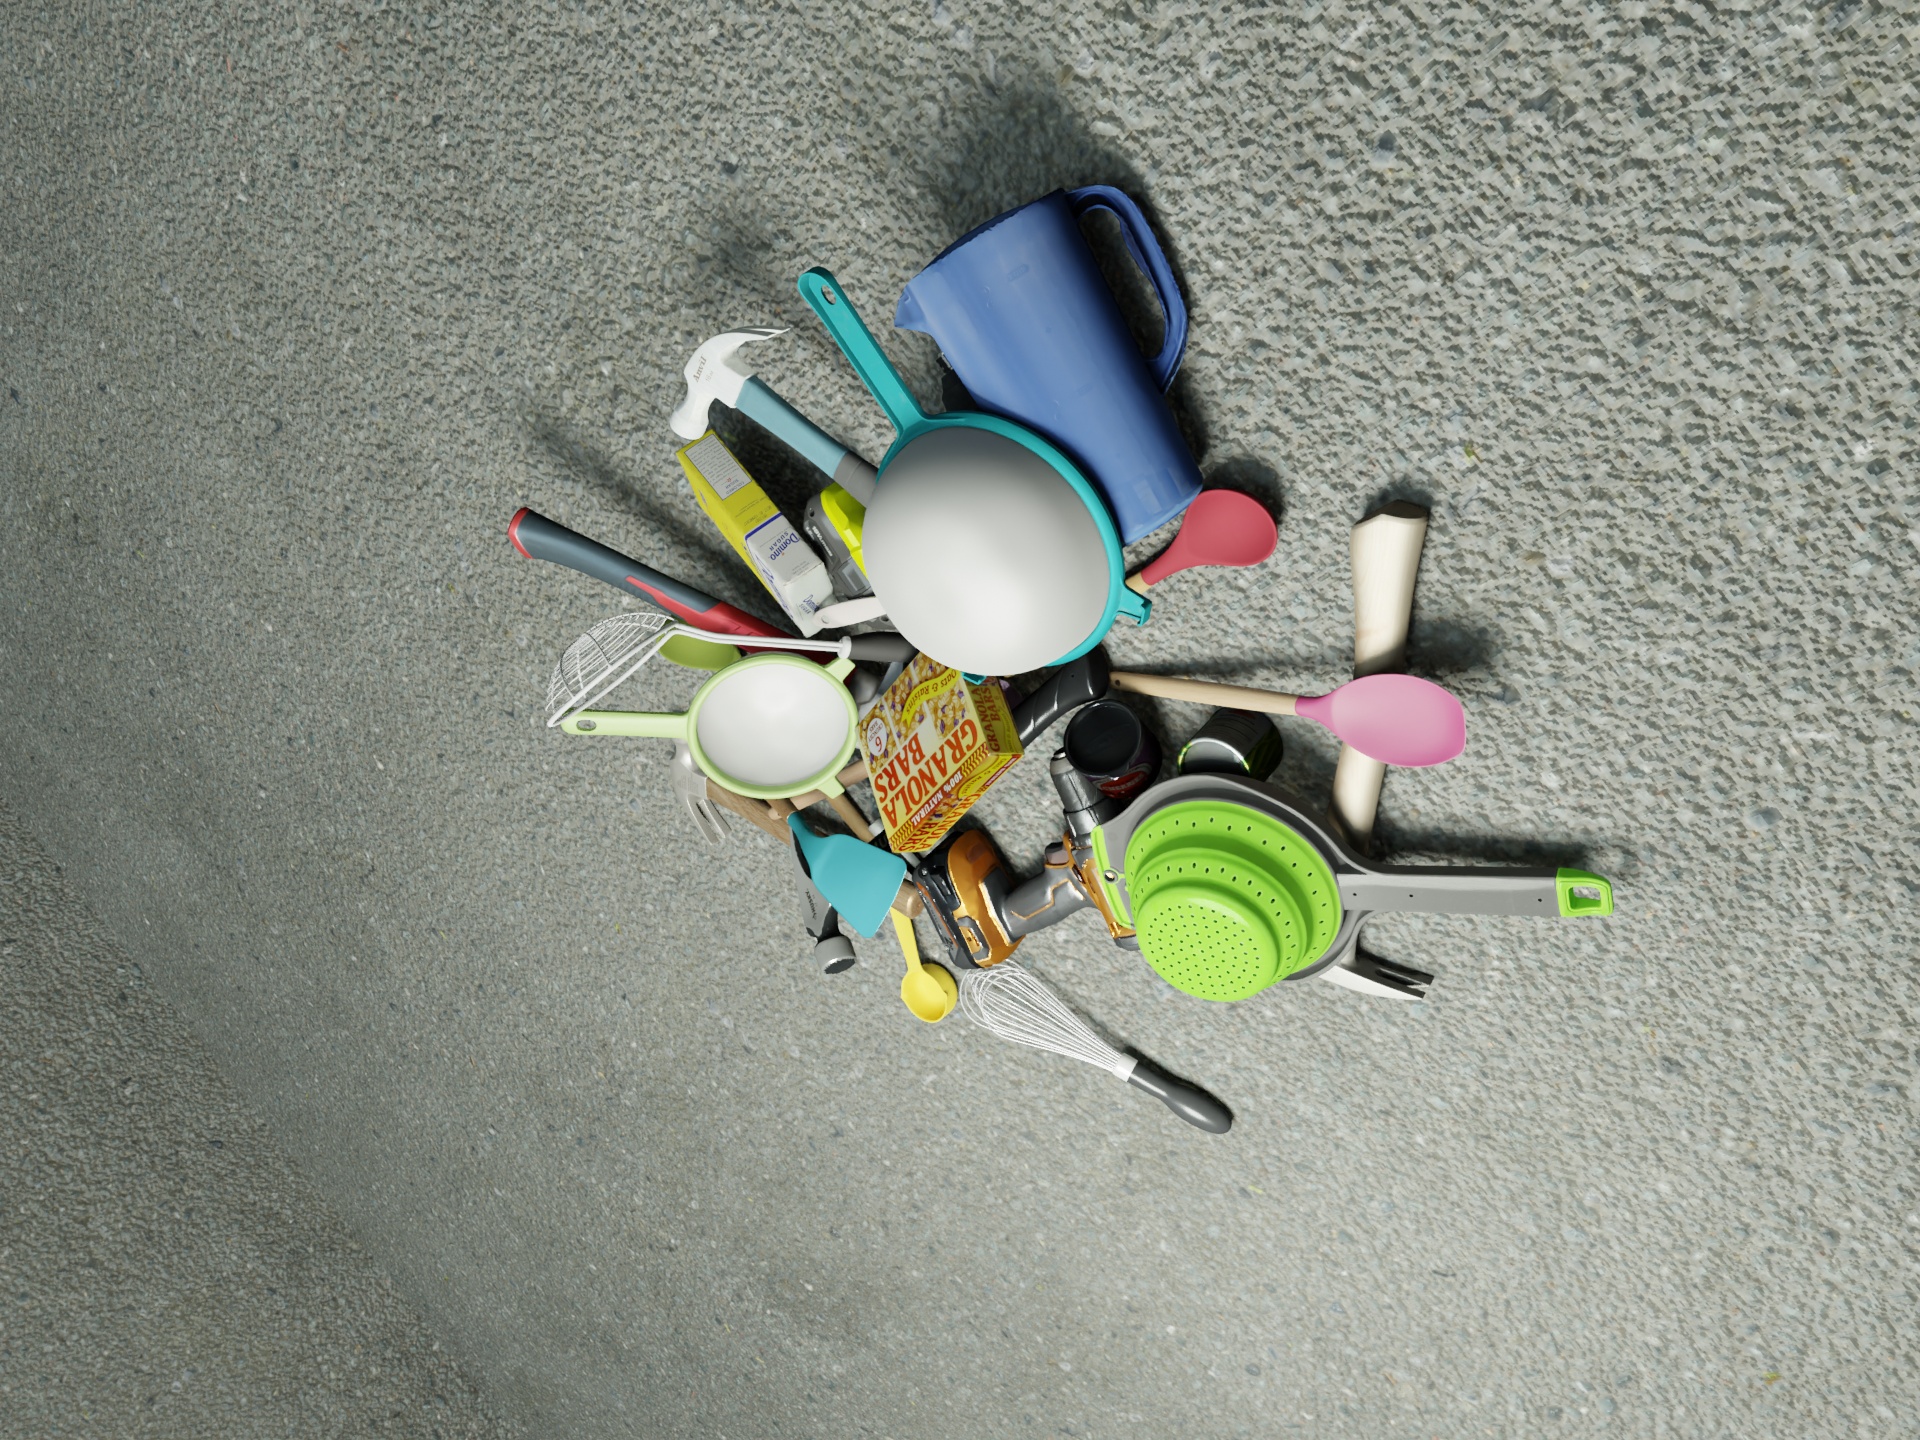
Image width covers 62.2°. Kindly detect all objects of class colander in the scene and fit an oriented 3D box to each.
[{"bbox_3d":[0.272,0.146,1.190,0.397,0.094,0.204,-2,122,30],"label":"colander"}]

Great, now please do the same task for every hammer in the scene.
[{"bbox_3d":[-0.082,-0.191,1.248,0.331,0.033,0.128,38,128,9],"label":"hammer"},{"bbox_3d":[0.311,0.033,1.193,0.146,0.038,0.410,18,126,26],"label":"hammer"},{"bbox_3d":[-0.168,0.113,1.582,0.331,0.031,0.130,26,132,30],"label":"hammer"},{"bbox_3d":[-0.228,-0.110,1.440,0.386,0.038,0.143,26,131,2],"label":"hammer"},{"bbox_3d":[-0.018,0.062,1.396,0.409,0.036,0.149,-41,58,32],"label":"hammer"}]

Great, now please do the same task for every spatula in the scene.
[{"bbox_3d":[-0.159,0.081,1.492,0.318,0.044,0.082,43,114,44],"label":"spatula"},{"bbox_3d":[-0.068,0.032,1.456,0.316,0.018,0.059,-27,120,35],"label":"spatula"}]

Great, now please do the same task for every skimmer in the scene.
[{"bbox_3d":[-0.153,-0.035,1.301,0.127,0.363,0.090,149,121,-65],"label":"skimmer"}]

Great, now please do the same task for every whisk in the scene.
[{"bbox_3d":[0.127,0.308,1.494,0.285,0.070,0.070,28,130,14],"label":"whisk"}]

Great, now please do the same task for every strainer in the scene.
[{"bbox_3d":[-0.219,-0.010,1.405,0.256,0.069,0.151,2,123,-8],"label":"strainer"},{"bbox_3d":[-0.030,-0.158,1.127,0.211,0.095,0.340,-19,112,46],"label":"strainer"}]

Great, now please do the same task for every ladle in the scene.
[{"bbox_3d":[-0.175,0.022,1.537,0.320,0.062,0.078,51,138,-5],"label":"ladle"},{"bbox_3d":[0.131,-0.100,1.252,0.069,0.031,0.315,47,137,-10],"label":"ladle"}]

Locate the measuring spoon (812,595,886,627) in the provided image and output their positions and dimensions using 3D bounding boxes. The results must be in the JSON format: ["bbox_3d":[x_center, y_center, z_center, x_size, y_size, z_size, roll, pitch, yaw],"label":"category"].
[{"bbox_3d":[-0.077,-0.089,1.306,0.124,0.018,0.034,-10,115,36],"label":"measuring spoon"}]

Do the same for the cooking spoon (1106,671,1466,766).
[{"bbox_3d":[0.234,-0.015,1.193,0.319,0.017,0.068,10,115,45],"label":"cooking spoon"}]

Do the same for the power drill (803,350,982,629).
[{"bbox_3d":[-0.018,-0.182,1.281,0.223,0.080,0.171,-30,96,40],"label":"power drill"}]

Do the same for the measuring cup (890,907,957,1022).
[{"bbox_3d":[-0.042,0.225,1.591,0.062,0.029,0.156,-10,98,40],"label":"measuring cup"}]

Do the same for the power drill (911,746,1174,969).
[{"bbox_3d":[0.066,0.124,1.406,0.226,0.084,0.185,-17,104,38],"label":"power drill"}]
